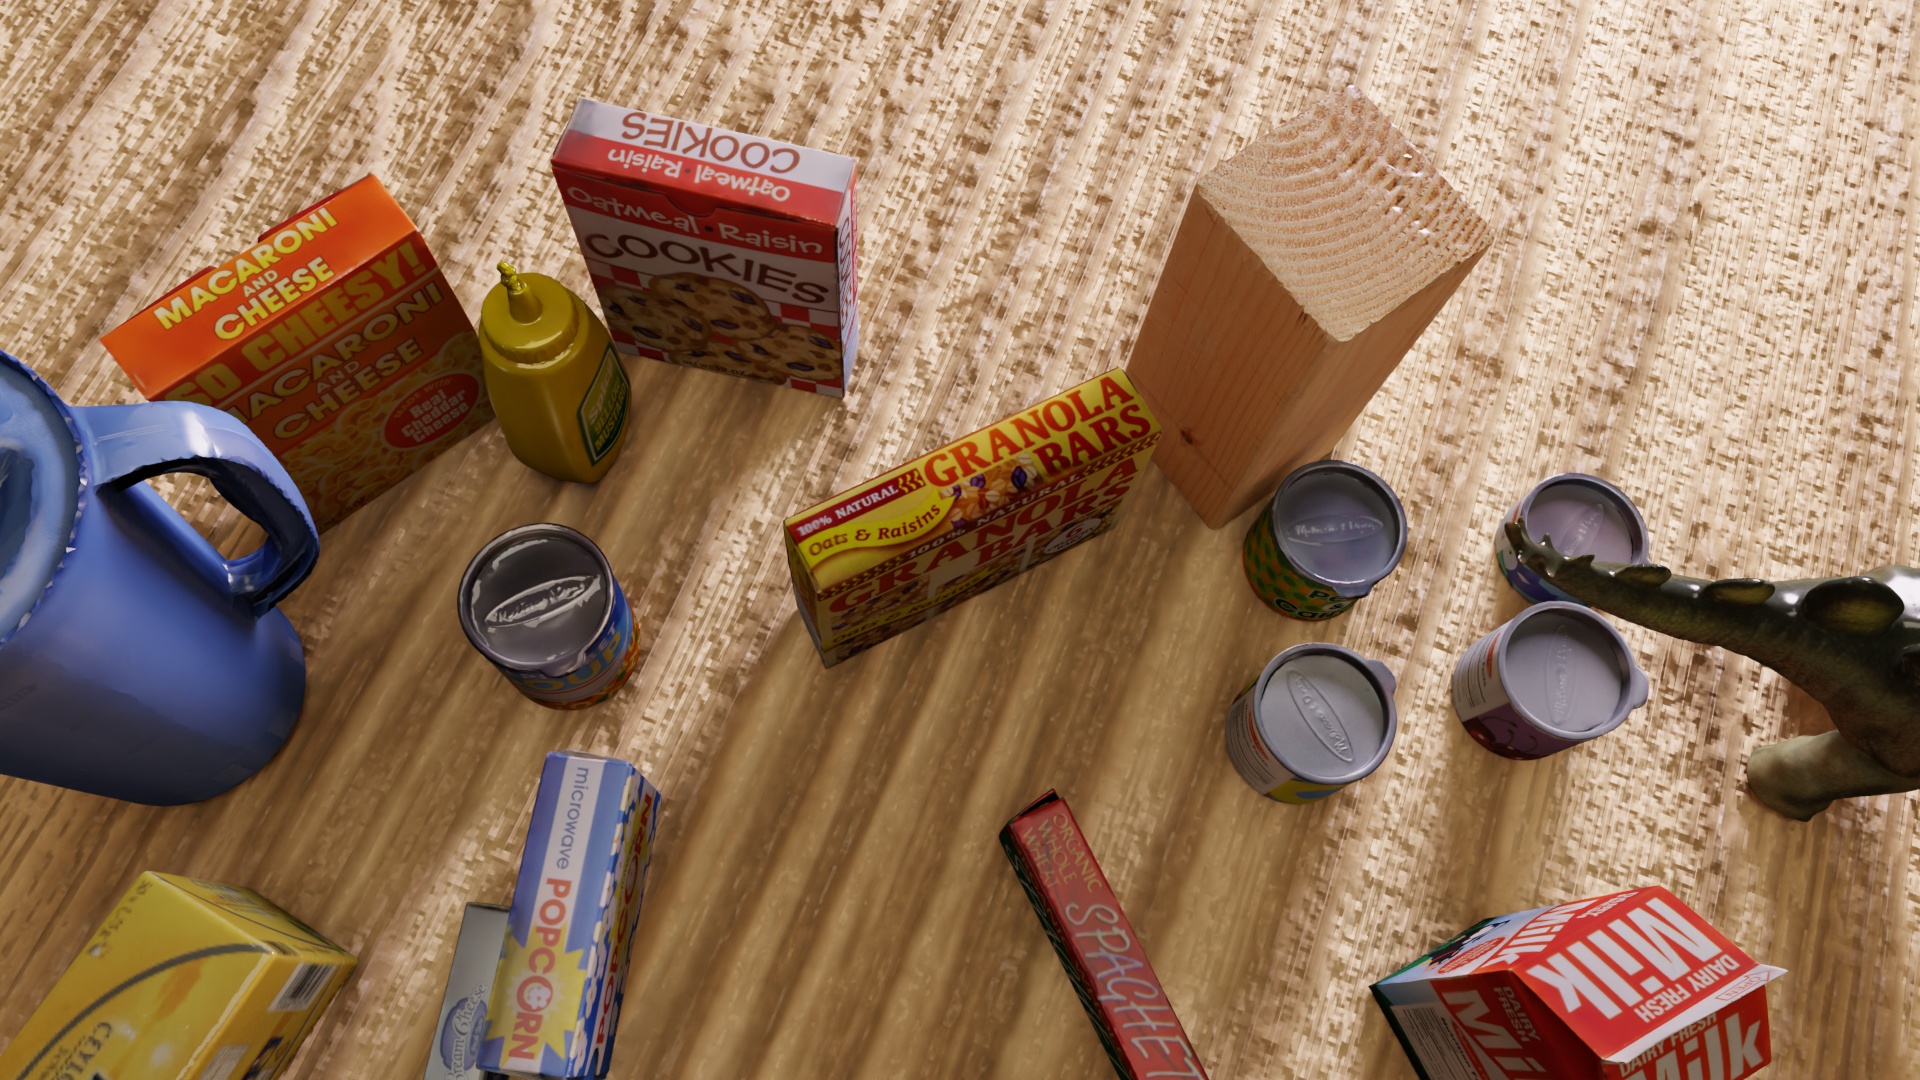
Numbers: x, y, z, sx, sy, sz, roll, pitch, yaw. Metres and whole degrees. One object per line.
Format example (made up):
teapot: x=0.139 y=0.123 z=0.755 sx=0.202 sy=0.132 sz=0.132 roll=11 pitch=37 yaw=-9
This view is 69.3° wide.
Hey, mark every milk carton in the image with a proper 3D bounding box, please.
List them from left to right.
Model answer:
milk carton: x=0.241 y=0.189 z=0.549 sx=0.072 sy=0.190 sz=0.073 roll=-24 pitch=74 yaw=-12

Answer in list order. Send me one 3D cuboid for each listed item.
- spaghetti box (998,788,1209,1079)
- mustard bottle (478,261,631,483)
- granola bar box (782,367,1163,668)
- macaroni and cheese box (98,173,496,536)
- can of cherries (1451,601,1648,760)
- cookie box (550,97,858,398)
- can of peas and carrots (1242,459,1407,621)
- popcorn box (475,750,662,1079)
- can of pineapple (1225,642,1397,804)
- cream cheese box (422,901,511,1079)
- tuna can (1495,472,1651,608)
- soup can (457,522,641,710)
spaghetti box: x=0.086 y=0.228 z=0.599 sx=0.029 sy=0.050 sz=0.250 roll=-24 pitch=73 yaw=-12
mustard bottle: x=-0.187 y=-0.079 z=0.634 sx=0.049 sy=0.159 sz=0.065 roll=16 pitch=70 yaw=2
granola bar box: x=0.002 y=-0.008 z=0.641 sx=0.166 sy=0.123 sz=0.039 roll=-26 pitch=74 yaw=-13
macaroni and cheese box: x=-0.281 y=-0.075 z=0.623 sx=0.124 sy=0.166 sz=0.040 roll=-39 pitch=77 yaw=-16
can of cherries: x=0.281 y=0.070 z=0.667 sx=0.071 sy=0.058 sz=0.072 roll=1 pitch=70 yaw=-4
cookie box: x=-0.112 y=-0.130 z=0.655 sx=0.123 sy=0.167 sz=0.040 roll=12 pitch=70 yaw=0
can of peas and carrots: x=0.178 y=0.004 z=0.684 sx=0.071 sy=0.058 sz=0.071 roll=1 pitch=70 yaw=-4
popcorn box: x=-0.162 y=0.160 z=0.587 sx=0.038 sy=0.085 sz=0.127 roll=8 pitch=70 yaw=-1
can of pineapple: x=0.165 y=0.087 z=0.653 sx=0.071 sy=0.057 sz=0.071 roll=1 pitch=70 yaw=-4
cream cheese box: x=-0.203 y=0.208 z=0.583 sx=0.024 sy=0.053 sz=0.104 roll=8 pitch=69 yaw=-1
tuna can: x=0.313 y=0.003 z=0.708 sx=0.071 sy=0.032 sz=0.071 roll=1 pitch=70 yaw=-4
soup can: x=-0.183 y=0.040 z=0.631 sx=0.071 sy=0.083 sz=0.071 roll=1 pitch=70 yaw=-4
